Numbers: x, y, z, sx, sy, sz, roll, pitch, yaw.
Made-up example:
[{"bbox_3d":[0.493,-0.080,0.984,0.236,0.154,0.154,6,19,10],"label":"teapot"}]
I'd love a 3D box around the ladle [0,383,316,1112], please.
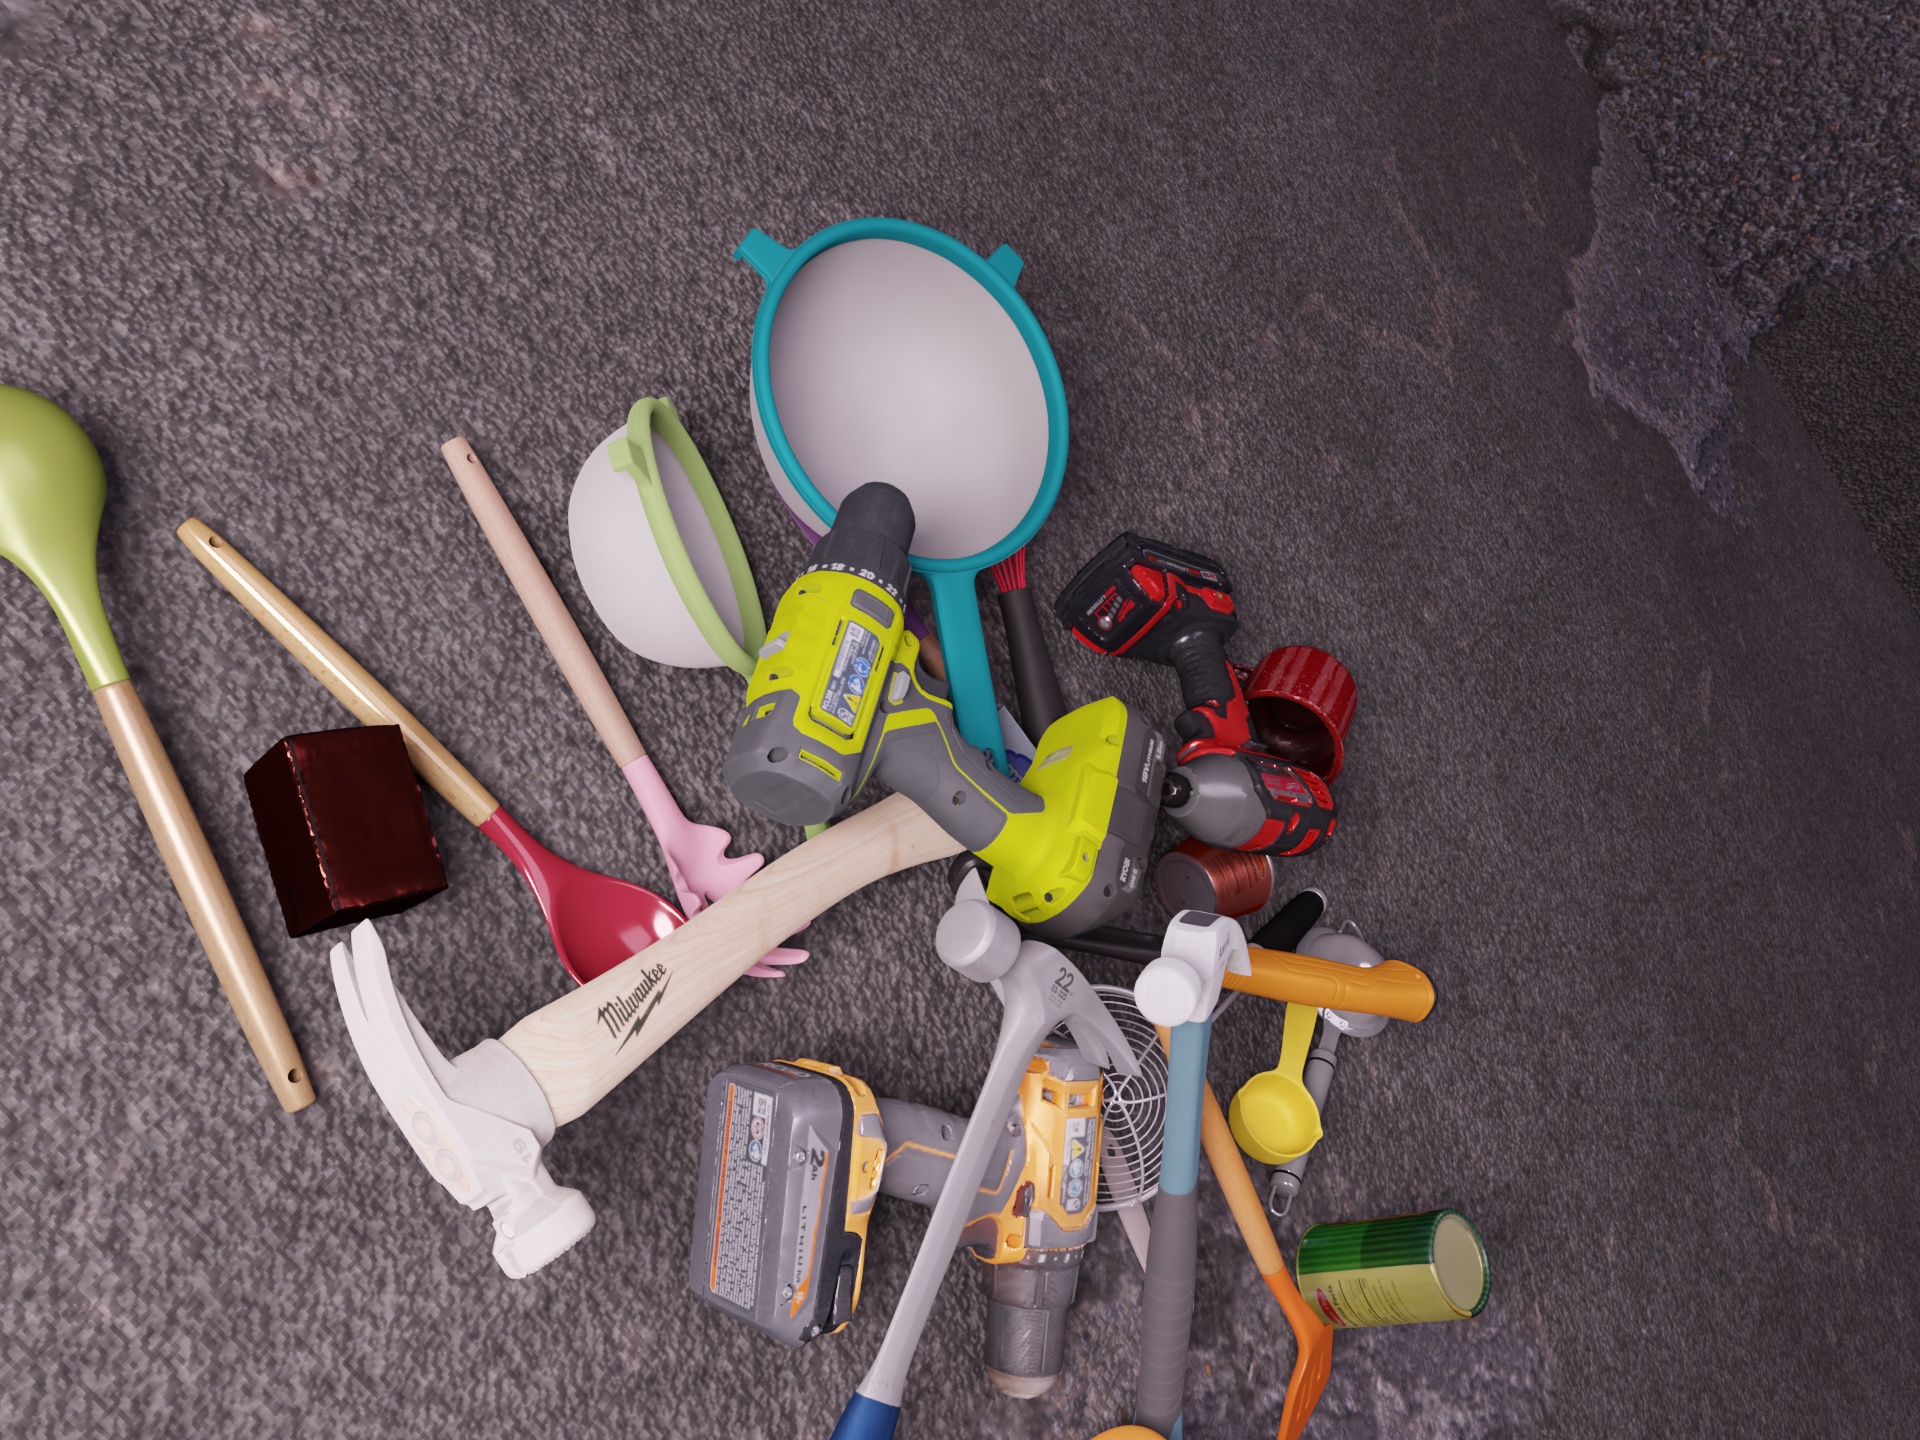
[{"bbox_3d":[-0.338,0.013,0.645,0.078,0.062,0.320,-28,98,-48],"label":"ladle"}]

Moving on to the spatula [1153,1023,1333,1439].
[{"bbox_3d":[0.164,0.298,0.923,0.081,0.041,0.322,-41,114,-43],"label":"spatula"}]

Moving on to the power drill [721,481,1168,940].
[{"bbox_3d":[-0.001,-0.003,0.834,0.228,0.080,0.191,33,55,-25],"label":"power drill"}]

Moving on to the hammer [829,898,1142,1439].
[{"bbox_3d":[-0.028,0.291,0.704,0.143,0.035,0.406,40,65,-40],"label":"hammer"}]

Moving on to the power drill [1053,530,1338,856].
[{"bbox_3d":[0.150,-0.012,1.039,0.143,0.078,0.220,10,47,-40],"label":"power drill"}]

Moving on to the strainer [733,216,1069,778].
[{"bbox_3d":[-0.034,-0.117,0.938,0.211,0.095,0.340,-9,86,-35],"label":"strainer"}]

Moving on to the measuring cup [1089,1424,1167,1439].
[{"bbox_3d":[0.054,0.432,0.796,0.173,0.095,0.052,-42,97,-27],"label":"measuring cup"}]

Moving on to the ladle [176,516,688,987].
[{"bbox_3d":[-0.237,0.026,0.736,0.315,0.031,0.069,47,39,-14],"label":"ladle"}]

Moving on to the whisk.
[{"bbox_3d":[0.029,-0.102,1.031,0.073,0.073,0.296,-10,85,-45],"label":"whisk"}]

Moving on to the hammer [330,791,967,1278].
[{"bbox_3d":[-0.105,0.088,0.762,0.146,0.038,0.410,56,34,2],"label":"hammer"}]

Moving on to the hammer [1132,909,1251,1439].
[{"bbox_3d":[0.112,0.253,0.832,0.128,0.033,0.331,-36,132,-62],"label":"hammer"}]

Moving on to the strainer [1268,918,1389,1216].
[{"bbox_3d":[0.255,0.230,1.100,0.087,0.050,0.259,35,52,-7],"label":"strainer"}]

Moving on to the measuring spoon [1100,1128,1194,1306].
[{"bbox_3d":[0.110,0.300,0.942,0.034,0.018,0.124,-15,81,-46],"label":"measuring spoon"}]

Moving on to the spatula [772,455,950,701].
[{"bbox_3d":[-0.009,-0.031,0.986,0.316,0.018,0.060,54,43,-9],"label":"spatula"}]

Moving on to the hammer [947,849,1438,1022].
[{"bbox_3d":[0.157,0.150,0.957,0.336,0.034,0.127,13,27,-26],"label":"hammer"}]

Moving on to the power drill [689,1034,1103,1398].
[{"bbox_3d":[-0.019,0.252,0.789,0.226,0.084,0.185,8,85,-42],"label":"power drill"}]

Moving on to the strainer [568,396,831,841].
[{"bbox_3d":[-0.141,-0.038,0.837,0.152,0.069,0.256,-96,166,-70],"label":"strainer"}]

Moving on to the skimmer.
[{"bbox_3d":[0.146,0.186,1.024,0.127,0.090,0.363,58,33,4],"label":"skimmer"}]

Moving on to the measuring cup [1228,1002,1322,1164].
[{"bbox_3d":[0.217,0.225,1.064,0.062,0.029,0.157,27,49,-3],"label":"measuring cup"}]

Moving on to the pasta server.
[{"bbox_3d":[-0.174,-0.006,0.803,0.316,0.040,0.060,61,34,-2],"label":"pasta server"}]
